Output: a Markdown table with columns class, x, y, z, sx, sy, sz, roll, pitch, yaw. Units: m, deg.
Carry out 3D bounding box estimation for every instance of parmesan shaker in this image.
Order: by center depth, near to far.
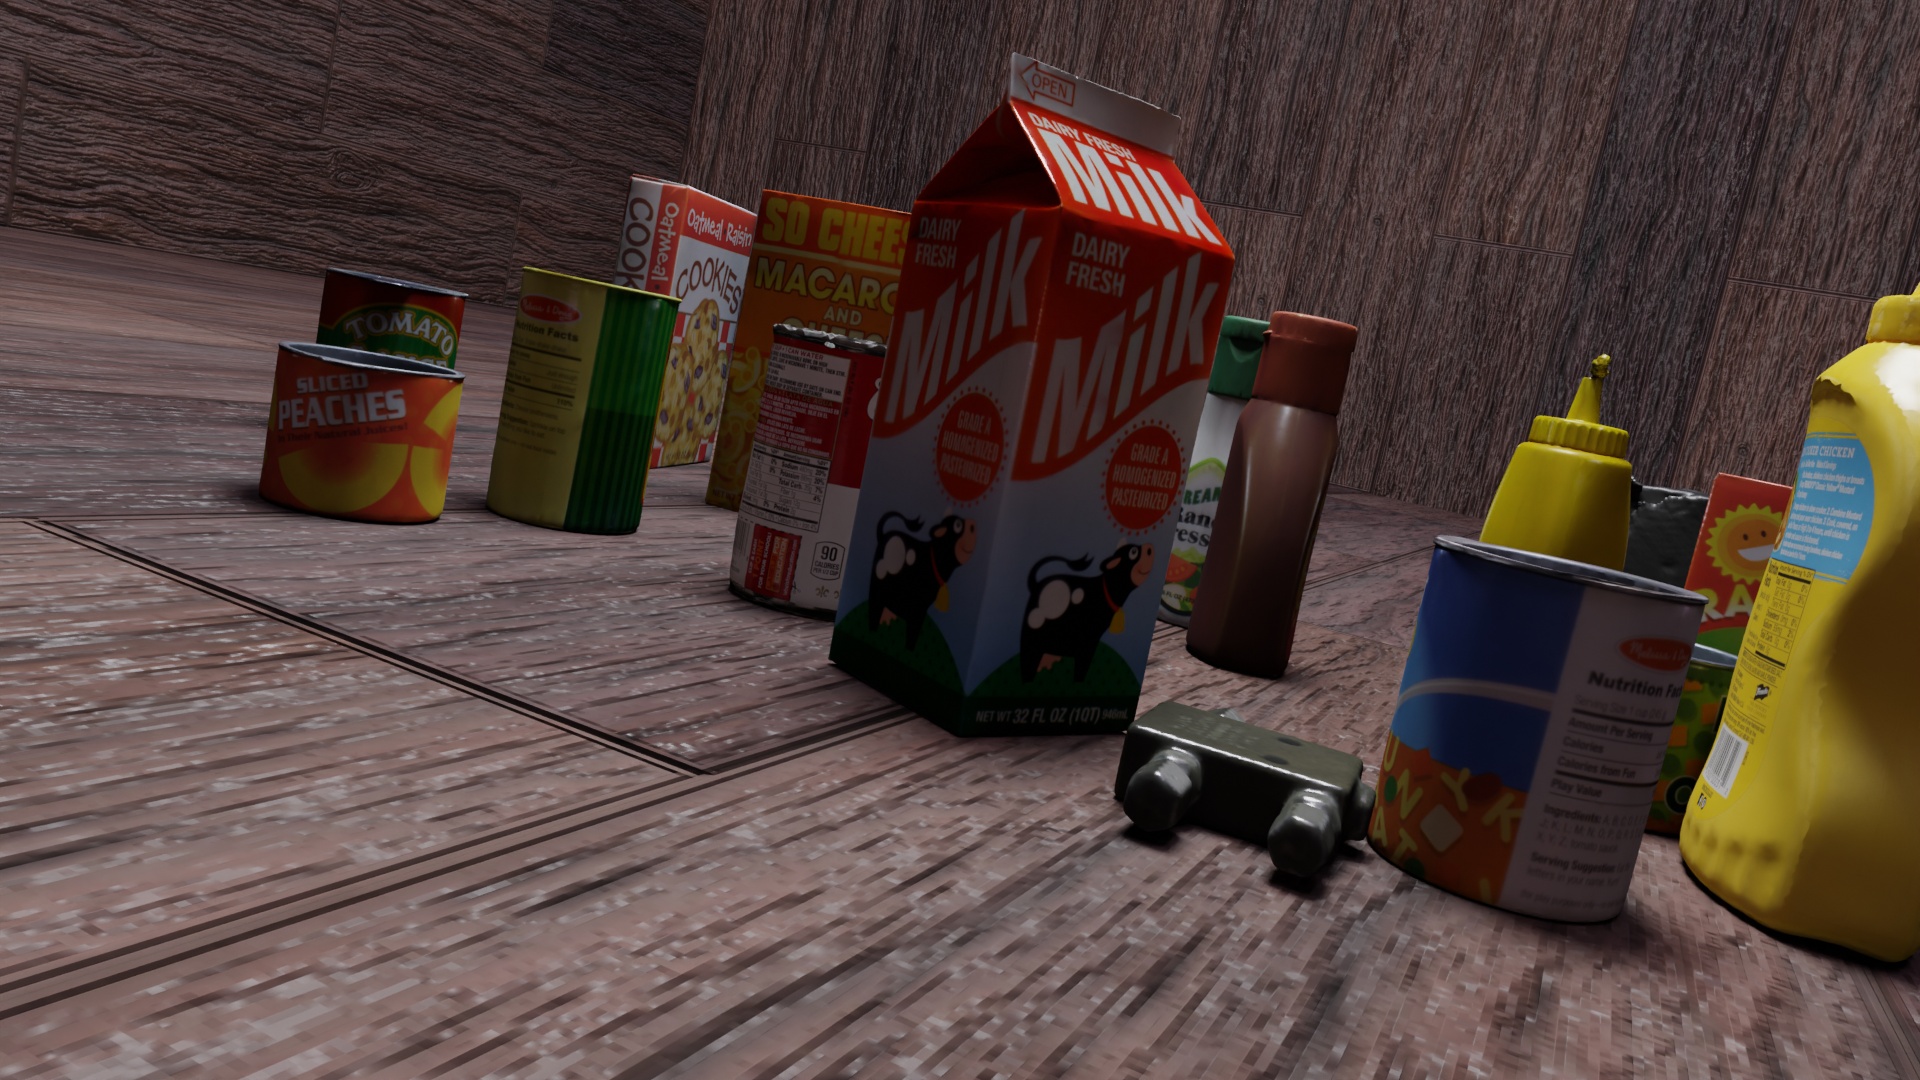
| class | x | y | z | sx | sy | sz | roll | pitch | yaw |
| --- | --- | --- | --- | --- | --- | --- | --- | --- | --- |
| parmesan shaker | -0.164 | -0.060 | 0.597 | 0.071 | 0.103 | 0.071 | 12 | 7 | -1 |

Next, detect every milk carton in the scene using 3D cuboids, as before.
| class | x | y | z | sx | sy | sz | roll | pitch | yaw |
| --- | --- | --- | --- | --- | --- | --- | --- | --- | --- |
| milk carton | 0.023 | -0.043 | 0.424 | 0.072 | 0.190 | 0.073 | 6 | 9 | -38 |

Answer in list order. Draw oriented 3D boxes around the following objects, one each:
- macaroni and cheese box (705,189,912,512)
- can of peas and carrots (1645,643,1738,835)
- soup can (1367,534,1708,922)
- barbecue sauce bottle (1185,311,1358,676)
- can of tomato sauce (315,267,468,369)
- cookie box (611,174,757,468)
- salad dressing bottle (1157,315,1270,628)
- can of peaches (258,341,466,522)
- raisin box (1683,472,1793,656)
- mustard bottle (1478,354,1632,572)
| class | x | y | z | sx | sy | sz | roll | pitch | yaw |
| --- | --- | --- | --- | --- | --- | --- | --- | --- | --- |
| macaroni and cheese box | -0.057 | -0.087 | 0.716 | 0.124 | 0.166 | 0.040 | 15 | 7 | 21 |
| can of peas and carrots | 0.229 | 0.062 | 0.469 | 0.071 | 0.058 | 0.071 | 12 | 7 | -1 |
| soup can | 0.146 | 0.046 | 0.363 | 0.071 | 0.083 | 0.071 | 12 | 7 | -1 |
| barbecue sauce bottle | 0.133 | -0.021 | 0.589 | 0.044 | 0.148 | 0.065 | 12 | 7 | 2 |
| can of tomato sauce | -0.287 | -0.089 | 0.695 | 0.071 | 0.083 | 0.071 | 12 | 7 | -1 |
| cookie box | -0.178 | -0.132 | 0.858 | 0.040 | 0.167 | 0.123 | 13 | 7 | 8 |
| salad dressing bottle | 0.127 | -0.031 | 0.662 | 0.064 | 0.147 | 0.044 | 16 | 8 | 30 |
| can of peaches | -0.228 | -0.041 | 0.527 | 0.071 | 0.058 | 0.071 | 12 | 7 | -1 |
| raisin box | 0.395 | 0.036 | 0.669 | 0.086 | 0.123 | 0.040 | 17 | 8 | 34 |
| mustard bottle | 0.263 | -0.003 | 0.613 | 0.065 | 0.160 | 0.049 | 7 | 8 | -33 |
